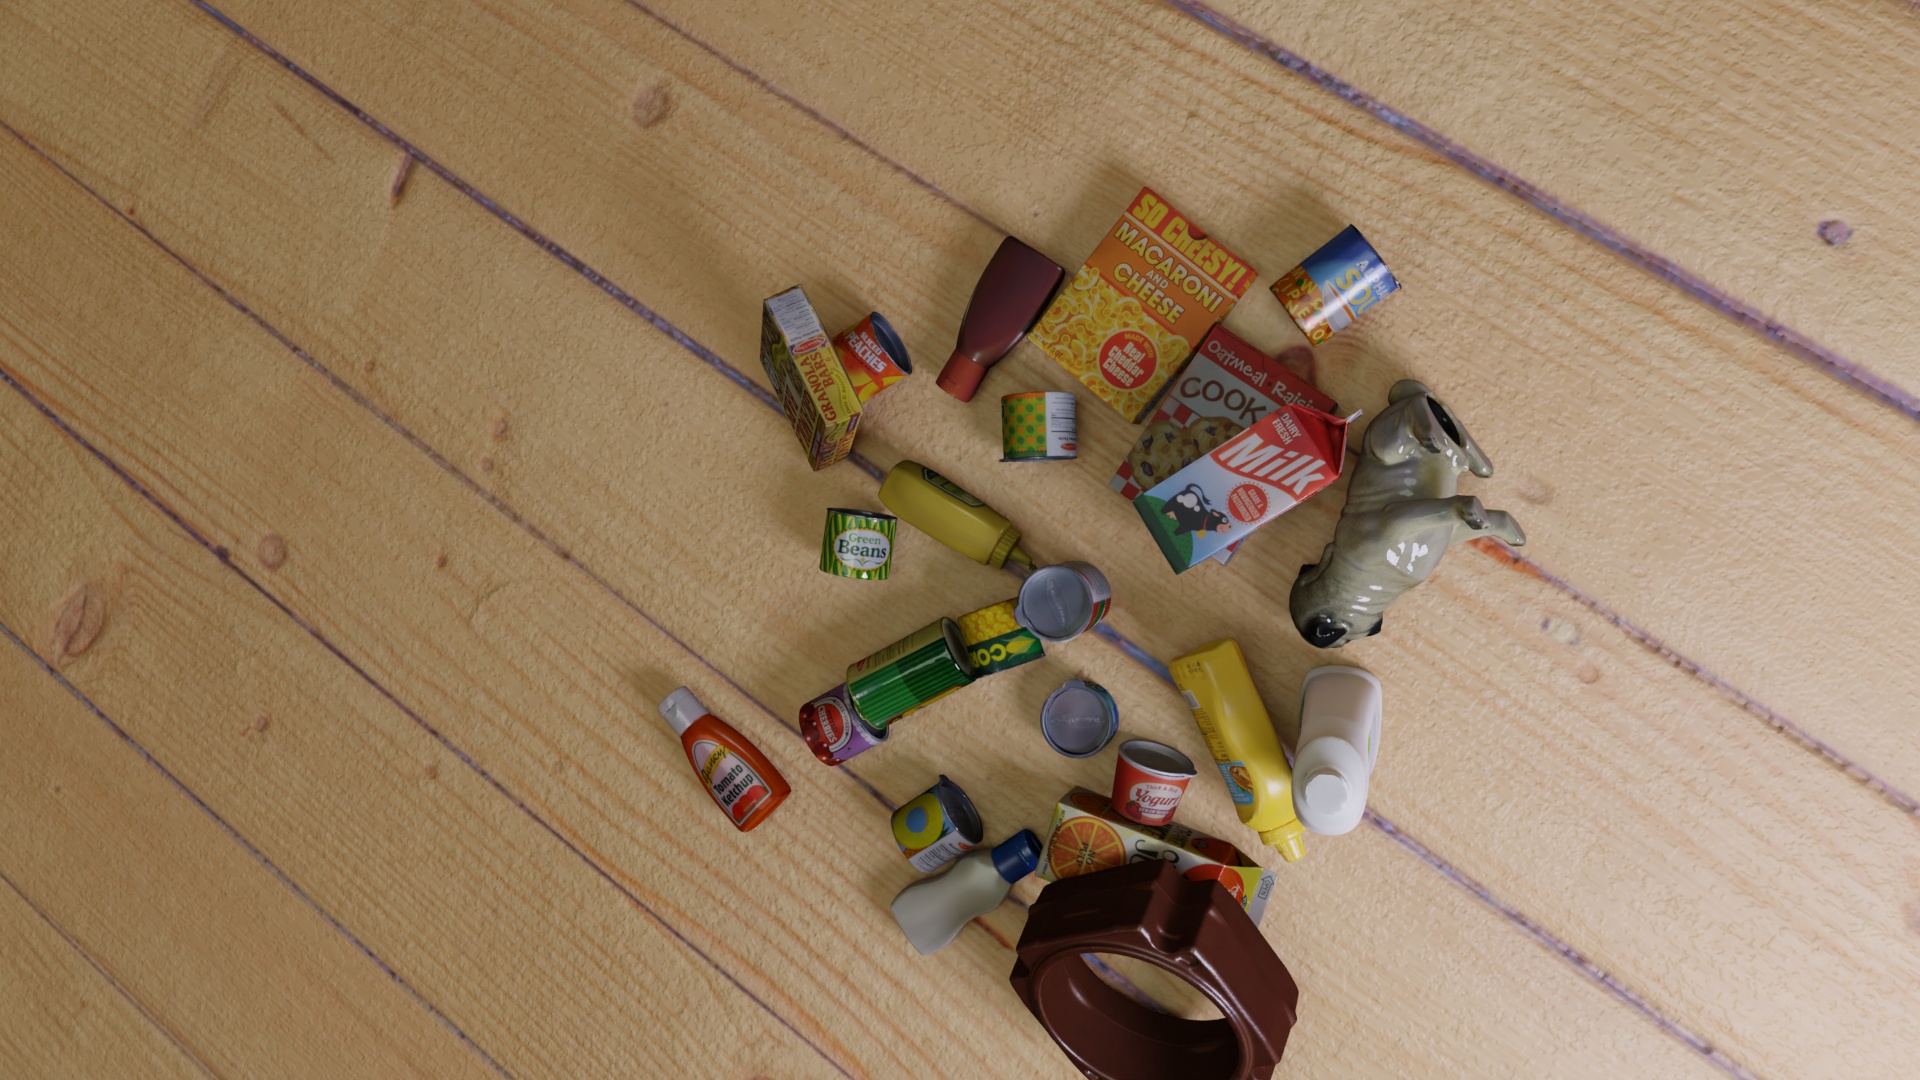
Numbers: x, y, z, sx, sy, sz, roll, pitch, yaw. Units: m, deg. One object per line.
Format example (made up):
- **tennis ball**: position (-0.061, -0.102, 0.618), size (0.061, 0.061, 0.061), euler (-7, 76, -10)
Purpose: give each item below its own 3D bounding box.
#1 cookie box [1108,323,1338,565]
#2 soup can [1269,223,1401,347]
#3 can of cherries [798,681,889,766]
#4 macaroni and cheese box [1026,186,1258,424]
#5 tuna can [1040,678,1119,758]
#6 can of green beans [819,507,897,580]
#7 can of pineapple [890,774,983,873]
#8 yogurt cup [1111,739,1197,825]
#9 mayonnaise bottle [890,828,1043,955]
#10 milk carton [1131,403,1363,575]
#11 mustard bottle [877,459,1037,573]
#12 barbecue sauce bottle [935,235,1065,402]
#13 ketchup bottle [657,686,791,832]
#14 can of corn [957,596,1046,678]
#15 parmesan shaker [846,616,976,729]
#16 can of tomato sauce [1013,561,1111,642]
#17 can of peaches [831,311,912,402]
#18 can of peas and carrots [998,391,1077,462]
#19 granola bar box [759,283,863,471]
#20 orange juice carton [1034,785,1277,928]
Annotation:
- **cookie box**: position (0.225, -0.082, 1.193), size (0.123, 0.040, 0.167), euler (36, 101, 13)
- **soup can**: position (0.310, -0.208, 1.149), size (0.083, 0.071, 0.071), euler (-38, 81, 15)
- **can of cherries**: position (-0.109, 0.168, 1.286), size (0.058, 0.071, 0.071), euler (-29, 83, 16)
- **macaroni and cheese box**: position (0.158, -0.203, 1.210), size (0.124, 0.040, 0.166), euler (41, 102, 11)
- **tuna can**: position (0.107, 0.157, 1.239), size (0.071, 0.033, 0.071), euler (1, 92, 17)
- **can of green beans**: position (-0.094, 0.003, 1.279), size (0.071, 0.071, 0.057), euler (9, 95, 17)
- **can of pineapple**: position (-0.022, 0.259, 1.265), size (0.057, 0.071, 0.071), euler (-35, 82, 15)
- **yogurt cup**: position (0.164, 0.211, 1.208), size (0.072, 0.072, 0.053), euler (18, 105, 16)
- **mayonnaise bottle**: position (0.010, 0.317, 1.270), size (0.148, 0.041, 0.065), euler (-36, 83, 14)
- **milk carton**: position (0.242, -0.053, 1.129), size (0.190, 0.072, 0.073), euler (-33, 83, 15)
- **mustard bottle**: position (0.004, -0.016, 1.253), size (0.160, 0.065, 0.048), euler (31, 106, 8)
- **barbecue sauce bottle**: position (0.030, -0.195, 1.249), size (0.065, 0.044, 0.148), euler (35, 101, 13)
- **ketchup bottle**: position (-0.232, 0.207, 1.339), size (0.064, 0.043, 0.149), euler (-46, 78, 13)
- **can of corn**: position (0.035, 0.087, 1.240), size (0.071, 0.071, 0.058), euler (-20, 85, 17)
- **parmesan shaker**: position (-0.043, 0.122, 1.264), size (0.103, 0.071, 0.071), euler (-28, 84, 16)
- **can of tomato sauce**: position (0.091, 0.053, 1.215), size (0.071, 0.083, 0.071), euler (1, 92, 17)
- **can of peaches**: position (-0.087, -0.167, 1.271), size (0.058, 0.071, 0.071), euler (-29, 83, 17)
- **can of peas and carrots**: position (0.067, -0.100, 1.228), size (0.071, 0.071, 0.058), euler (-2, 91, 17)
- **granola bar box**: position (-0.135, -0.141, 1.240), size (0.039, 0.165, 0.124), euler (-25, 84, -13)
- **orange juice carton**: position (0.170, 0.285, 1.202), size (0.193, 0.073, 0.071), euler (19, 97, 15)
